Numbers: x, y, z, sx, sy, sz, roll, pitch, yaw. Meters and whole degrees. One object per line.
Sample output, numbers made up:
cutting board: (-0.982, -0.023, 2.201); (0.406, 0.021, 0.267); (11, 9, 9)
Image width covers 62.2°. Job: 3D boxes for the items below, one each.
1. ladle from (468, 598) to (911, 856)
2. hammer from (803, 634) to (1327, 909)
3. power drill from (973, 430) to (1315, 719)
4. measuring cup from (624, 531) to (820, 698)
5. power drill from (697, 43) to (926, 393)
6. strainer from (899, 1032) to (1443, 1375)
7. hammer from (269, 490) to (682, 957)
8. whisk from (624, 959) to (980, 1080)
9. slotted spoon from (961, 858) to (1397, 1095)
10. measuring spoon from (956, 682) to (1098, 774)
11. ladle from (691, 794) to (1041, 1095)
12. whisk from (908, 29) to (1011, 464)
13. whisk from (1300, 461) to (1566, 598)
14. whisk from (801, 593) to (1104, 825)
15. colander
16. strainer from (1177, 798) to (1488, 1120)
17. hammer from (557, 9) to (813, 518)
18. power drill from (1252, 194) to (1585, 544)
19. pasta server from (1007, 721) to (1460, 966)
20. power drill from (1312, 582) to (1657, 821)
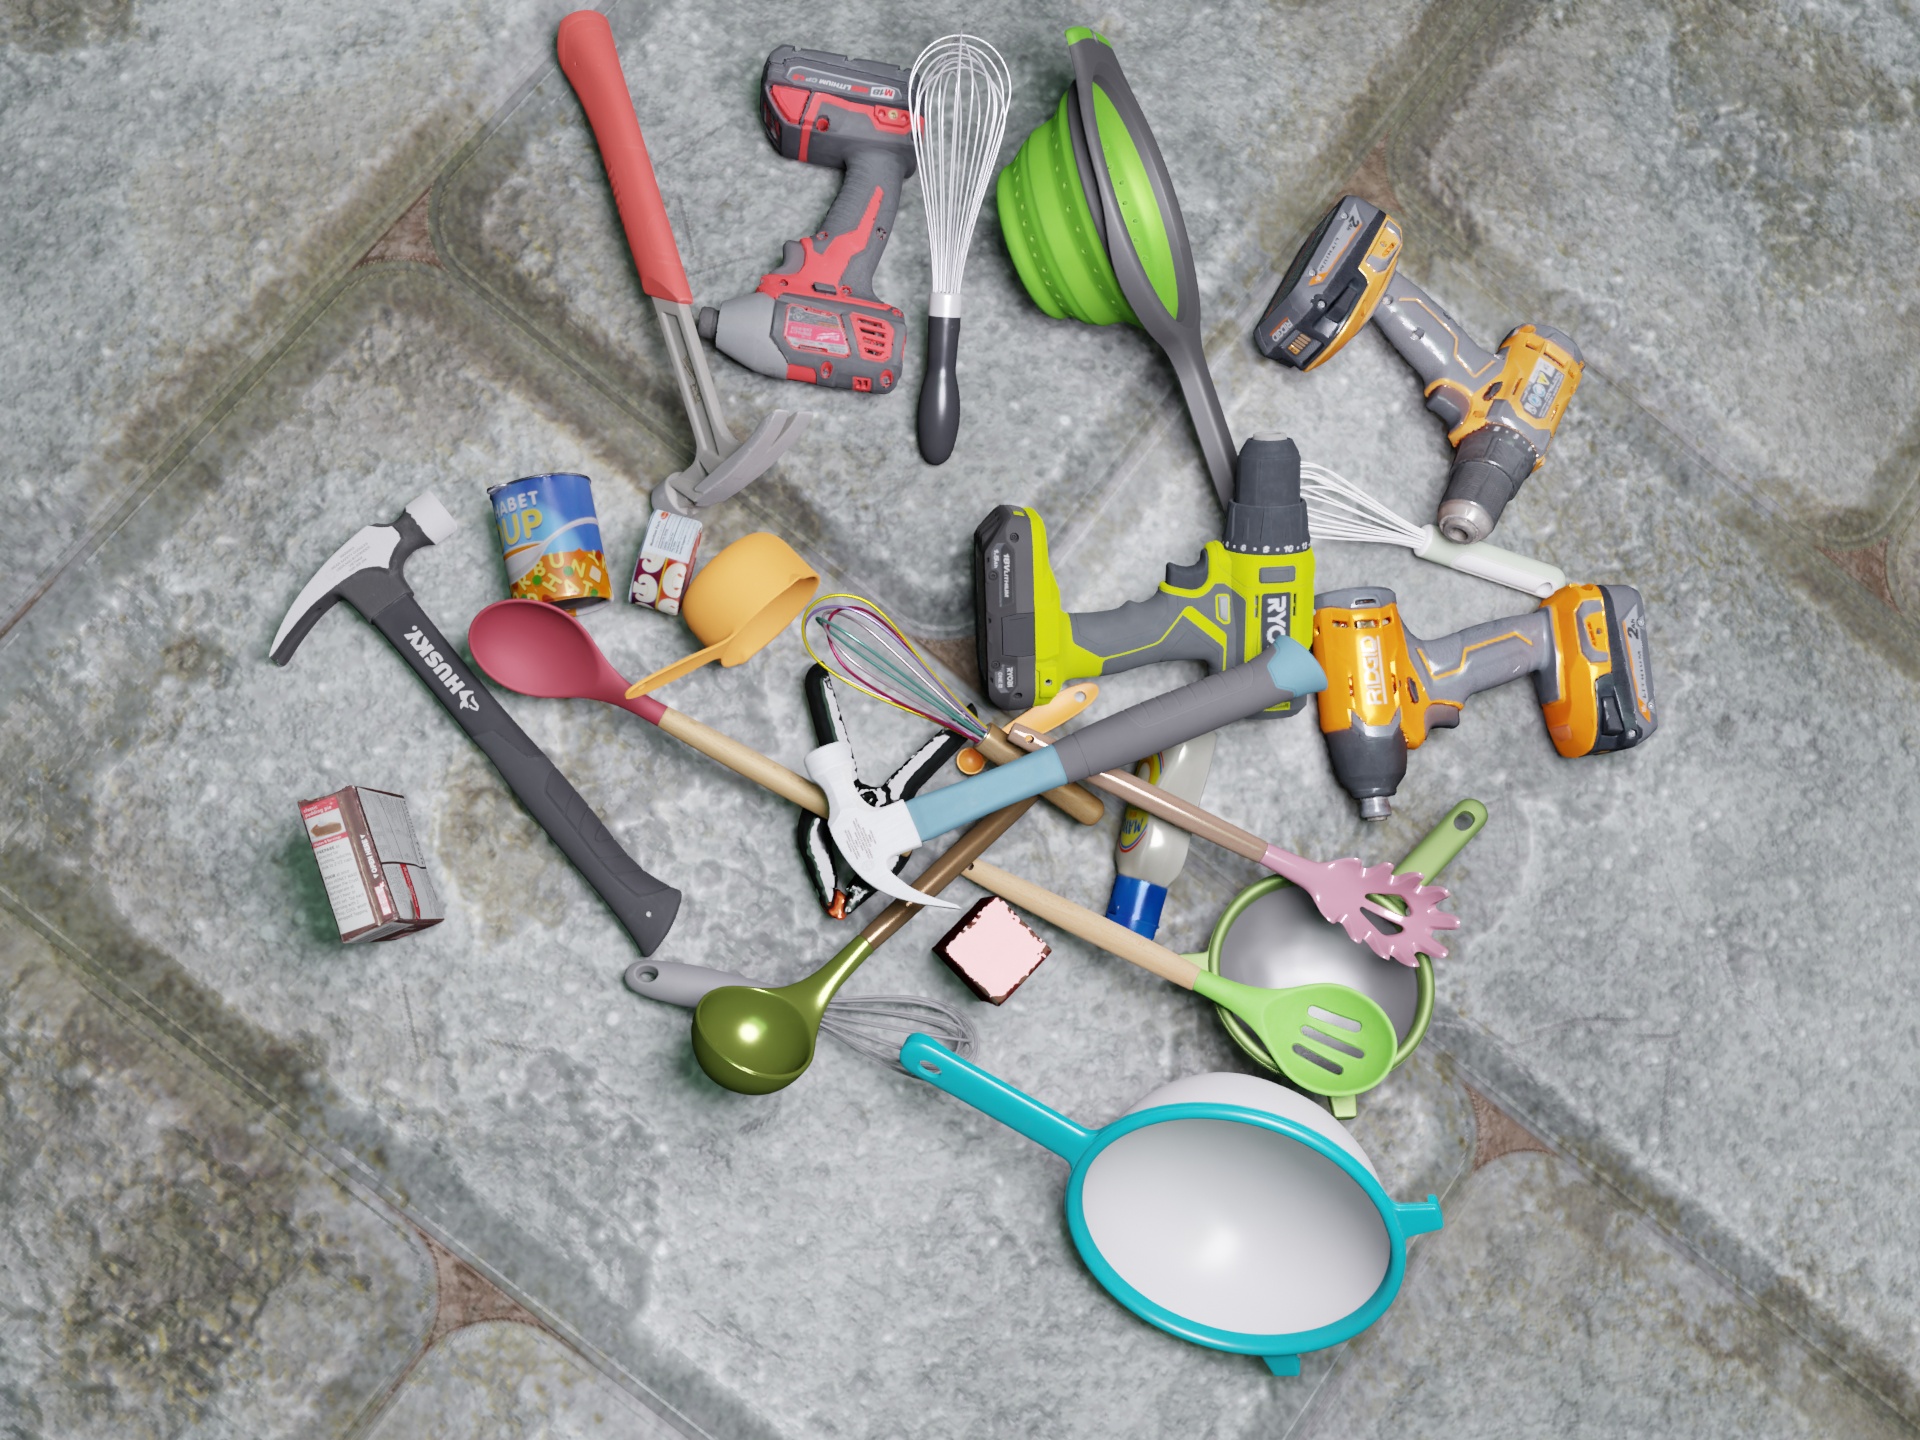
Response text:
ladle: (-0.169, 0.009, 1.030); (0.315, 0.031, 0.069); (29, 116, -6)
hammer: (0.075, 0.021, 1.017); (0.331, 0.033, 0.128); (-22, 84, -3)
power drill: (0.127, -0.094, 1.070); (0.228, 0.080, 0.190); (-3, 107, -4)
measuring cup: (-0.166, -0.066, 1.024); (0.052, 0.095, 0.173); (48, 44, 7)
power drill: (-0.100, -0.342, 1.105); (0.143, 0.078, 0.220); (8, 84, -7)
strainer: (0.123, 0.270, 1.026); (0.340, 0.211, 0.095); (29, 34, 3)
hammer: (-0.303, 0.020, 1.044); (0.146, 0.035, 0.335); (-40, 89, -12)
whisk: (-0.103, 0.192, 1.045); (0.239, 0.055, 0.055); (12, 81, -2)
slotted spoon: (0.132, 0.156, 1.040); (0.314, 0.031, 0.070); (24, 78, 18)
measuring spoon: (0.048, 0.005, 1.110); (0.117, 0.011, 0.021); (-30, 74, -14)
ladle: (-0.043, 0.122, 1.031); (0.078, 0.062, 0.320); (40, 64, 20)
whisk: (-0.009, -0.316, 1.080); (0.070, 0.070, 0.284); (1, 107, -8)
whisk: (0.328, -0.133, 1.152); (0.246, 0.057, 0.059); (17, 49, -10)
whisk: (0.000, -0.005, 1.053); (0.245, 0.051, 0.047); (35, 70, -15)
colander: (0.116, -0.269, 1.114); (0.094, 0.204, 0.397); (-16, 102, 23)
strainer: (0.275, 0.149, 1.097); (0.152, 0.069, 0.256); (41, 67, 19)
hammer: (-0.202, -0.322, 1.070); (0.036, 0.149, 0.359); (-7, 75, -45)
power drill: (0.325, -0.246, 1.139); (0.226, 0.084, 0.185); (33, 67, -6)
pasta server: (0.175, 0.074, 1.040); (0.316, 0.040, 0.060); (26, 84, -2)
power drill: (0.364, -0.016, 1.125); (0.226, 0.084, 0.164); (-3, 83, -4)
